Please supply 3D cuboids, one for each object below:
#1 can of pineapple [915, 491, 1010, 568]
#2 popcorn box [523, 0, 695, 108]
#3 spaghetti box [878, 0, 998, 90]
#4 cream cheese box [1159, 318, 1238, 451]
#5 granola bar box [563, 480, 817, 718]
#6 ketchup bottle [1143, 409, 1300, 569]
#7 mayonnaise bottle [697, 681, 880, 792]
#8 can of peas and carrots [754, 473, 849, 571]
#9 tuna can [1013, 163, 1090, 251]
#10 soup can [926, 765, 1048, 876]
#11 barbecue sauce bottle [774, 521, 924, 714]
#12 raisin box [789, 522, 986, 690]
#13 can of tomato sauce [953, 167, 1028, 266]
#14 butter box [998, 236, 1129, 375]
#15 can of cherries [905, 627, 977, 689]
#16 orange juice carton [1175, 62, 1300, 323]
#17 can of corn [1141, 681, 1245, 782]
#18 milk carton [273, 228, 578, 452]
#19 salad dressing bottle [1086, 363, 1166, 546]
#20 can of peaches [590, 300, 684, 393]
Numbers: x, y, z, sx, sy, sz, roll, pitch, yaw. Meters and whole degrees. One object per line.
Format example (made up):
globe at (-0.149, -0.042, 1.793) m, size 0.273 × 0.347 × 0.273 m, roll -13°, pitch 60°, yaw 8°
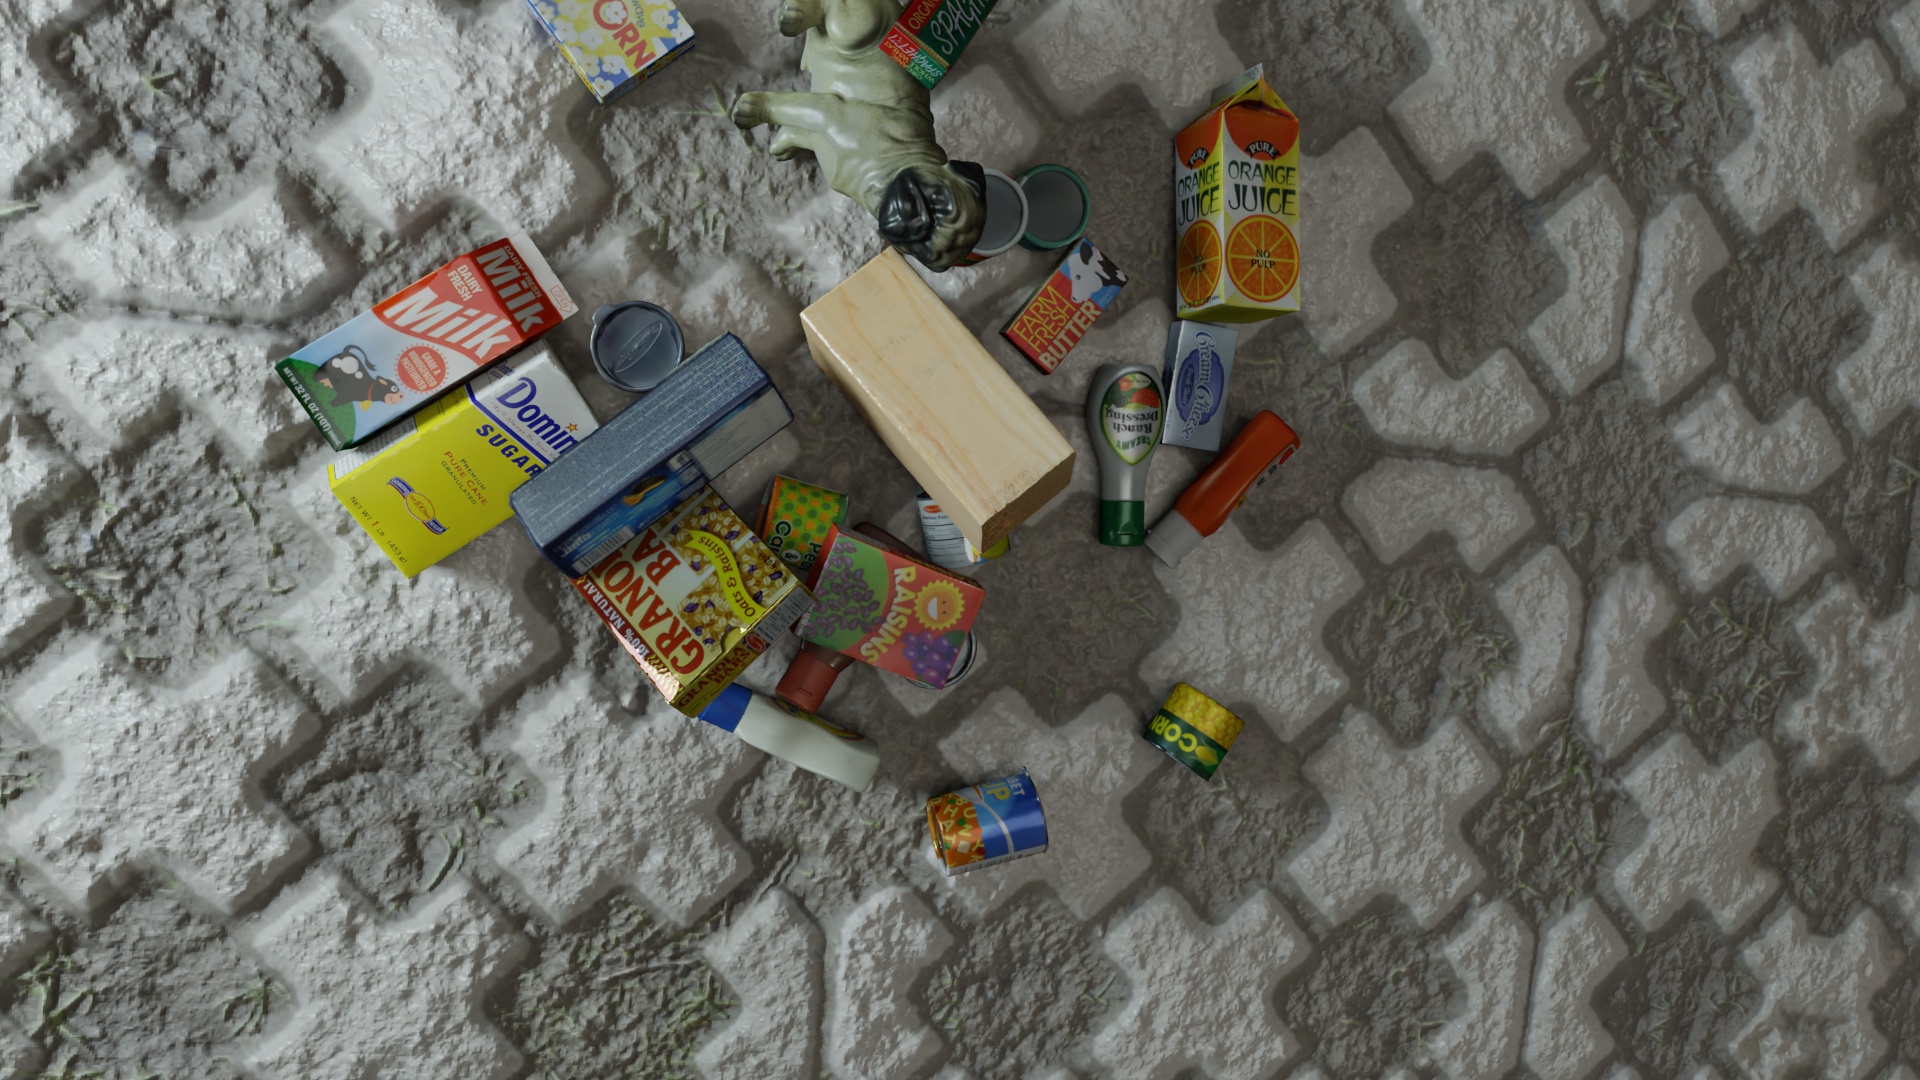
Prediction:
can of pineapple at (0.004, -0.014, 1.093) m, size 0.071 × 0.071 × 0.057 m, roll -13°, pitch 100°, yaw -12°
popcorn box at (-0.263, -0.392, 1.001) m, size 0.085 × 0.038 × 0.126 m, roll -38°, pitch 103°, yaw -8°
spaghetti box at (0.013, -0.416, 1.007) m, size 0.050 × 0.028 × 0.251 m, roll 36°, pitch 54°, yaw -14°
cream cheese box at (0.194, -0.128, 1.150) m, size 0.053 × 0.024 × 0.103 m, roll 7°, pitch 94°, yaw -16°
granola bar box at (-0.203, 0.027, 1.008) m, size 0.124 × 0.039 × 0.166 m, roll -44°, pitch 62°, yaw -6°
ketchup bottle at (0.214, -0.041, 1.147) m, size 0.043 × 0.064 × 0.149 m, roll 45°, pitch 93°, yaw 8°
mayonnaise bottle at (-0.136, 0.147, 1.078) m, size 0.148 × 0.065 × 0.041 m, roll 26°, pitch 90°, yaw -11°
can of peas and carrots at (-0.123, -0.010, 1.059) m, size 0.059 × 0.071 × 0.071 m, roll 16°, pitch 92°, yaw -14°
tuna can at (0.070, -0.263, 1.100) m, size 0.071 × 0.033 × 0.071 m, roll -2°, pitch 96°, yaw -13°
soup can at (0.020, 0.227, 1.122) m, size 0.084 × 0.071 × 0.071 m, roll -12°, pitch 99°, yaw -12°
barbecue sauce bottle at (-0.090, 0.062, 1.076) m, size 0.065 × 0.043 × 0.149 m, roll 33°, pitch 77°, yaw -11°
raisin box at (-0.055, 0.050, 1.033) m, size 0.123 × 0.040 × 0.086 m, roll 22°, pitch 94°, yaw -17°
can of tomato sauce at (0.008, -0.245, 1.060) m, size 0.071 × 0.083 × 0.071 m, roll -2°, pitch 96°, yaw -14°
butter box at (0.083, -0.188, 1.116) m, size 0.053 × 0.024 × 0.103 m, roll 40°, pitch 85°, yaw -14°
can of cherries at (-0.026, 0.077, 1.098) m, size 0.071 × 0.058 × 0.071 m, roll -1°, pitch 97°, yaw -13°
orange juice carton at (0.220, -0.275, 1.107) m, size 0.073 × 0.071 × 0.192 m, roll 0°, pitch 89°, yaw -22°
can of corn at (0.193, 0.157, 1.156) m, size 0.071 × 0.071 × 0.058 m, roll 35°, pitch 86°, yaw -15°
milk carton at (-0.372, -0.143, 0.982) m, size 0.191 × 0.073 × 0.072 m, roll -34°, pitch 103°, yaw -9°
salad dressing bottle at (0.134, -0.070, 1.130) m, size 0.064 × 0.044 × 0.147 m, roll 0°, pitch 96°, yaw -12°
can of peaches at (-0.239, -0.144, 1.023) m, size 0.071 × 0.058 × 0.071 m, roll -1°, pitch 96°, yaw -13°
